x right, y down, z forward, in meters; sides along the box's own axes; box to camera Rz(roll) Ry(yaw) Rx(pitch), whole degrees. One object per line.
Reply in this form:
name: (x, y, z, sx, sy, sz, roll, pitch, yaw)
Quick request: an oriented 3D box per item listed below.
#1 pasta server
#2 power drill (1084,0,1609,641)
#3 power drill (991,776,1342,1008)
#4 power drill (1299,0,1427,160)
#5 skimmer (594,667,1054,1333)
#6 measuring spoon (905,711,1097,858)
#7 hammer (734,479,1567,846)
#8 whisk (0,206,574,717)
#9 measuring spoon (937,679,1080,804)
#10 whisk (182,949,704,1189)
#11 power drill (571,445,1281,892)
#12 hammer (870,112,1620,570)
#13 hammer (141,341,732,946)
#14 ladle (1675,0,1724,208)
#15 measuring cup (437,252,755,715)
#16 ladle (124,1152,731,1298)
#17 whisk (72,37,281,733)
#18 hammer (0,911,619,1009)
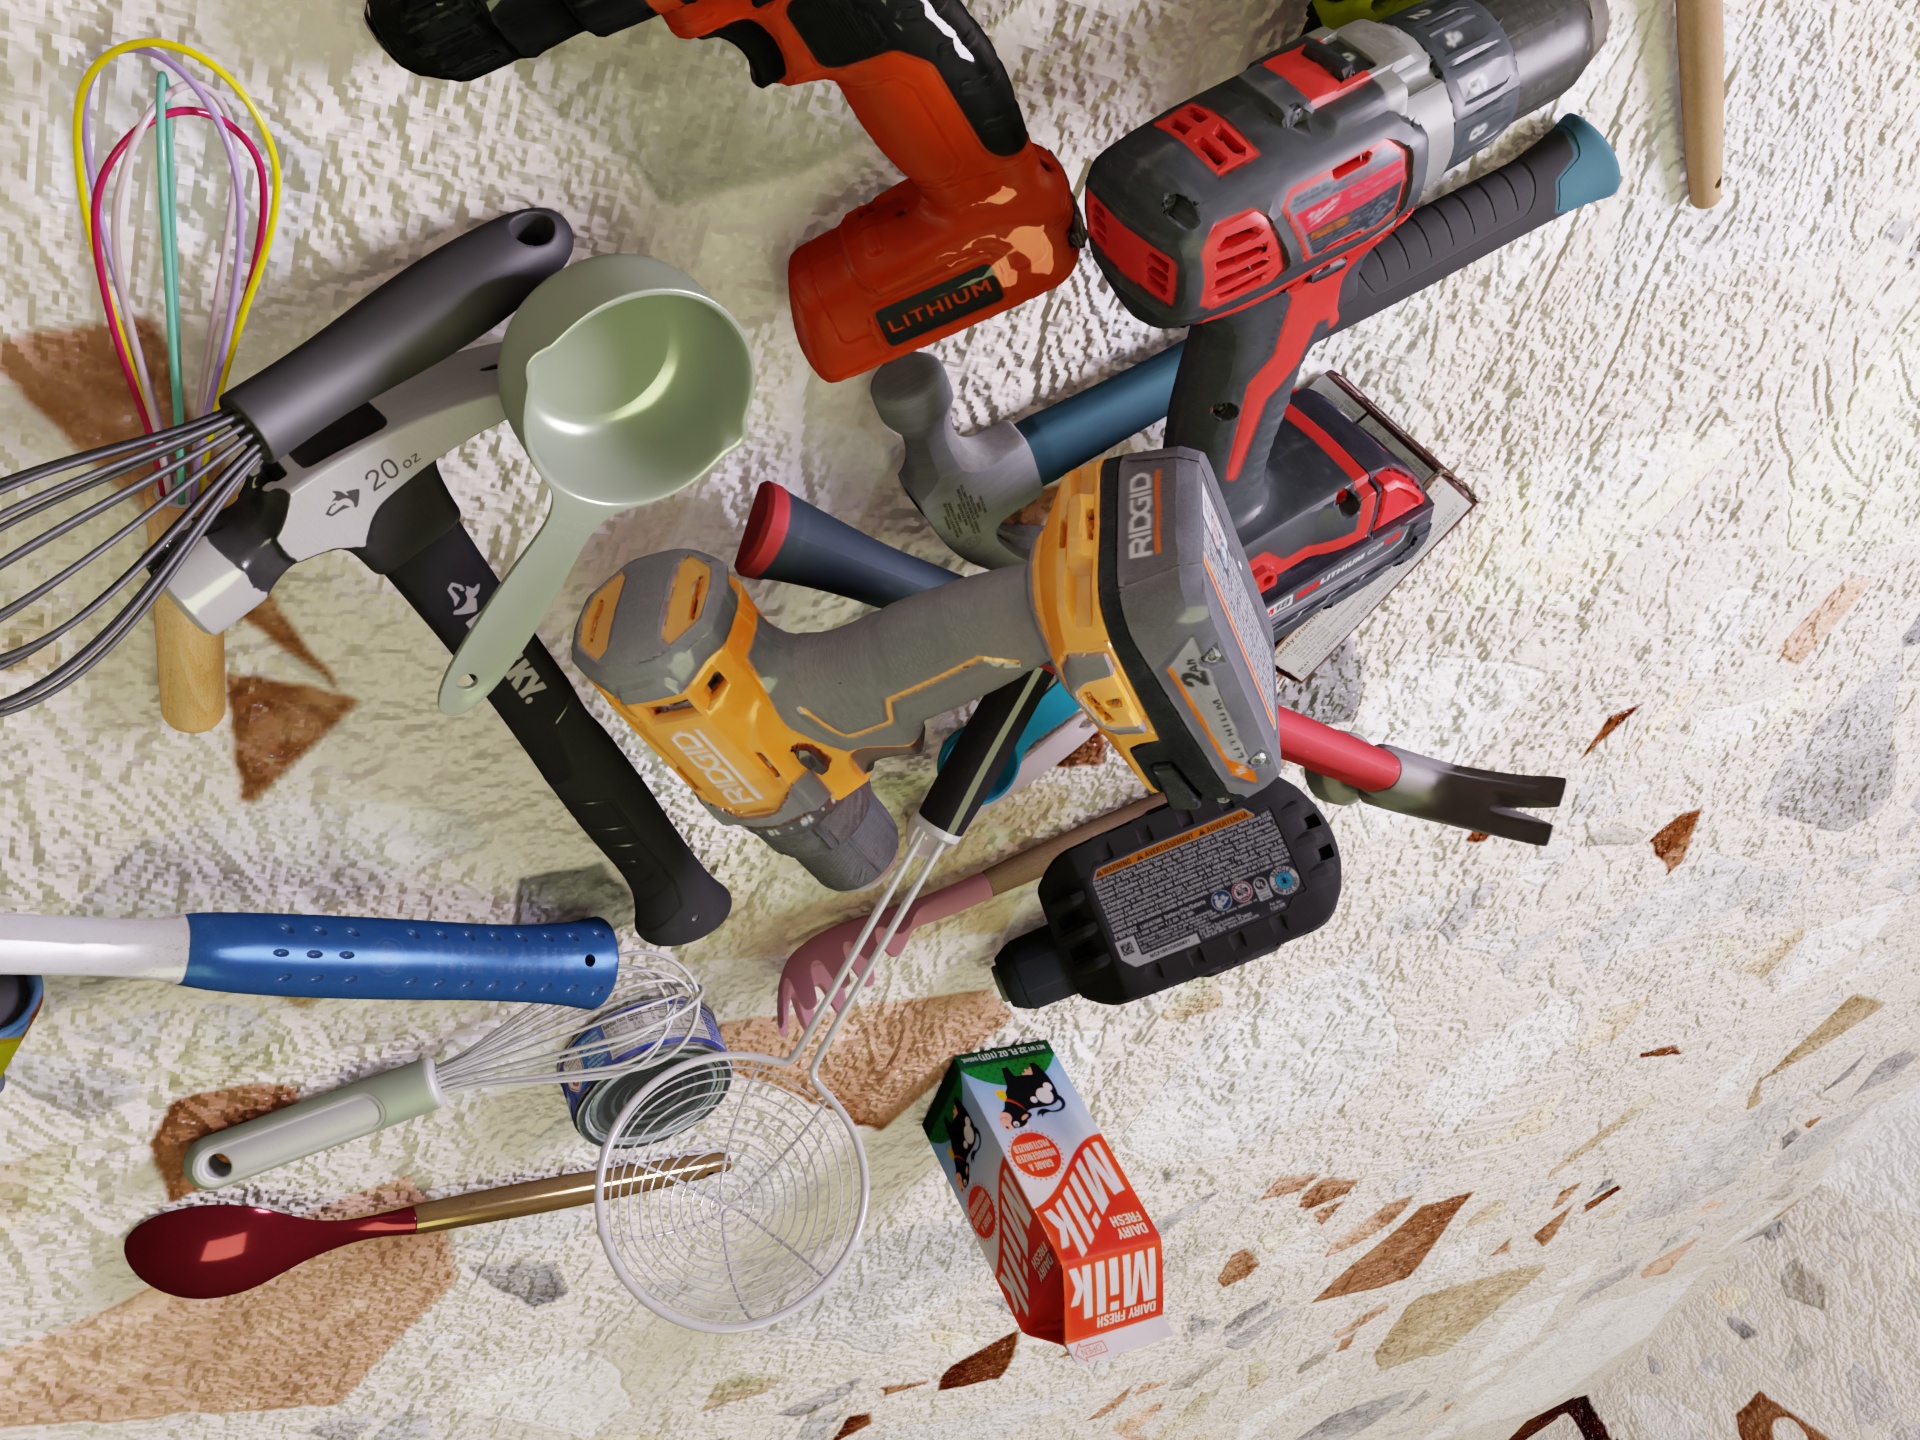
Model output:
pasta server: (0.042, 0.084, 0.851, 0.316, 0.040, 0.060, -22, 161, -15)
power drill: (0.133, -0.142, 0.566, 0.188, 0.080, 0.226, -31, 148, -14)
power drill: (0.102, 0.100, 0.824, 0.190, 0.080, 0.228, -22, 168, 1)
power drill: (0.112, -0.271, 0.500, 0.223, 0.080, 0.171, 15, 123, -46)
skimmer: (-0.043, 0.106, 0.725, 0.363, 0.127, 0.090, -61, 177, 9)
measuring spoon: (0.022, 0.026, 0.800, 0.124, 0.018, 0.034, -35, 142, -8)
hammer: (0.086, -0.017, 0.672, 0.386, 0.143, 0.038, 19, 87, -32)
whisk: (-0.200, -0.082, 0.453, 0.239, 0.055, 0.055, -45, 147, -27)
measuring spoon: (0.040, -0.008, 0.774, 0.128, 0.021, 0.042, -39, 120, -6)
whisk: (-0.239, 0.167, 0.746, 0.246, 0.059, 0.057, -19, 101, -10)
power drill: (-0.001, -0.002, 0.583, 0.226, 0.084, 0.185, -10, 142, 20)
hammer: (0.127, -0.162, 0.654, 0.331, 0.033, 0.128, -28, 140, -5)
hammer: (-0.154, -0.001, 0.620, 0.146, 0.035, 0.334, -41, 147, -14)
ladle: (0.287, -0.305, 0.597, 0.078, 0.062, 0.319, -50, 144, -6)
measuring cup: (-0.131, -0.074, 0.509, 0.083, 0.038, 0.167, 12, 123, -49)
ladle: (-0.264, 0.259, 0.841, 0.315, 0.031, 0.069, 0, 132, -36)
whisk: (-0.236, -0.086, 0.487, 0.047, 0.051, 0.244, -11, 140, -32)
hammer: (-0.299, 0.090, 0.584, 0.035, 0.144, 0.405, -17, 161, 38)
